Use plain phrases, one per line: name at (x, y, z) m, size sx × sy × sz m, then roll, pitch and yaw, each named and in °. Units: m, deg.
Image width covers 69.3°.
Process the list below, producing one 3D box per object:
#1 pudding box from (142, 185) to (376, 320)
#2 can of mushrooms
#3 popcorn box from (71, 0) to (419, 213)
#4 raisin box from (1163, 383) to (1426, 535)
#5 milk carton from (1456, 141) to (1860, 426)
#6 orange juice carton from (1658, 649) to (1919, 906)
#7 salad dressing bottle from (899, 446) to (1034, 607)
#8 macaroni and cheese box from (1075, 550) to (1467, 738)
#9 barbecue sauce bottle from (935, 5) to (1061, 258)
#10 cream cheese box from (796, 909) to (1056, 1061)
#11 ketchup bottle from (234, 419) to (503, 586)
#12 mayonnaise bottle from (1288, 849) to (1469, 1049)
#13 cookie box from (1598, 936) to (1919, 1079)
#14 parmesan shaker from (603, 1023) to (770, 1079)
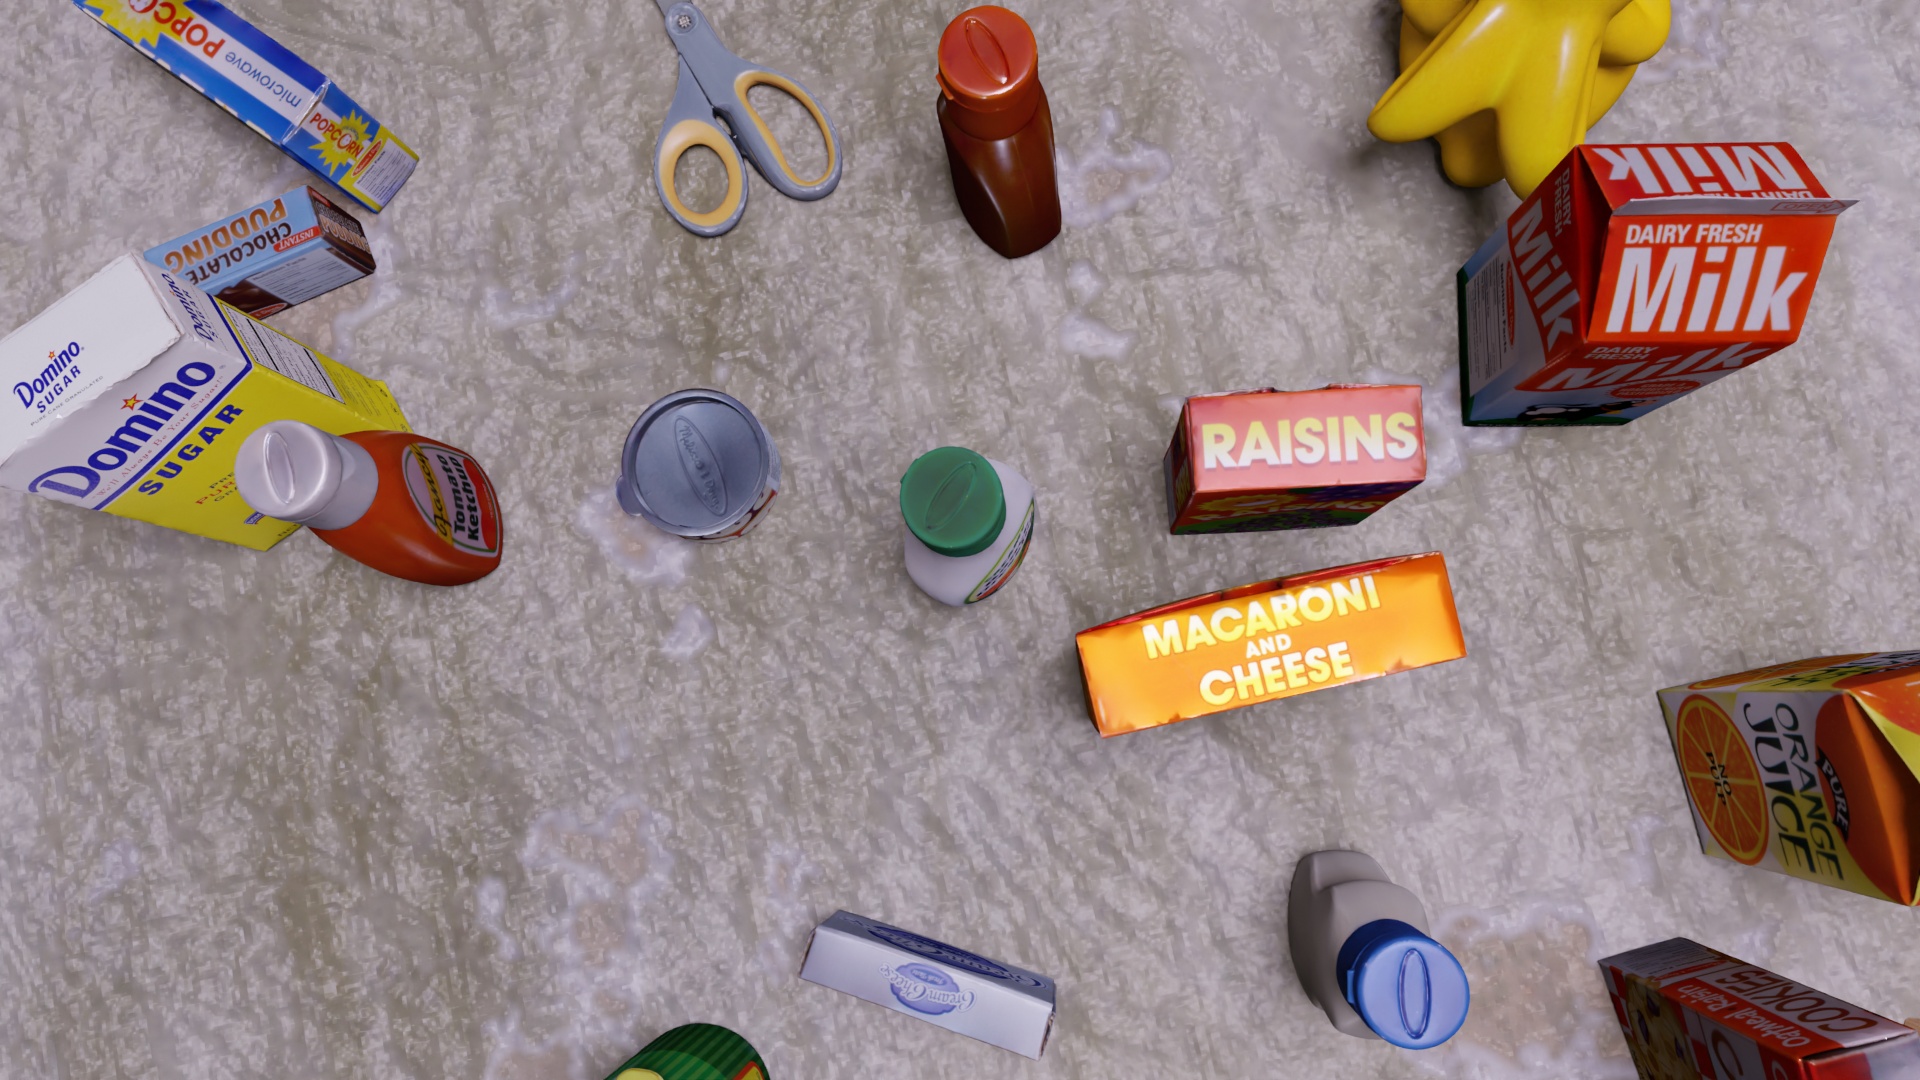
pudding box at (-0.324, -0.129, 0.645) m, size 0.084 × 0.049 × 0.030 m, roll -22°, pitch 82°, yaw 2°
can of mushrooms at (-0.117, -0.032, 0.624) m, size 0.071 × 0.033 × 0.071 m, roll -1°, pitch 83°, yaw 5°
popcorn box at (-0.324, -0.210, 0.637) m, size 0.127 × 0.085 × 0.038 m, roll 34°, pitch 87°, yaw 8°
raisin box at (0.129, -0.030, 0.558) m, size 0.086 × 0.123 × 0.040 m, roll -3°, pitch 83°, yaw 5°
milk carton at (0.249, -0.095, 0.522) m, size 0.072 × 0.190 × 0.073 m, roll 0°, pitch 84°, yaw 5°
orange juice carton at (0.330, 0.080, 0.493) m, size 0.072 × 0.192 × 0.073 m, roll -13°, pitch 83°, yaw 3°
salad dressing bottle at (0.002, -0.007, 0.553) m, size 0.044 × 0.147 × 0.064 m, roll 34°, pitch 87°, yaw 8°
macaroni and cheese box at (0.106, 0.041, 0.529) m, size 0.124 × 0.166 × 0.040 m, roll -13°, pitch 83°, yaw 3°
barbecue sauce bottle at (0.015, -0.167, 0.572) m, size 0.044 × 0.148 × 0.065 m, roll -28°, pitch 82°, yaw 1°
cream cheese box at (-0.012, 0.183, 0.578) m, size 0.104 × 0.053 × 0.024 m, roll 17°, pitch 85°, yaw 7°
ketchup bottle at (-0.240, -0.018, 0.574) m, size 0.043 × 0.148 × 0.065 m, roll -18°, pitch 82°, yaw 3°
mayonnaise bottle at (0.153, 0.155, 0.521) m, size 0.041 × 0.148 × 0.065 m, roll 0°, pitch 84°, yaw 5°
cookie box at (0.294, 0.219, 0.491) m, size 0.040 × 0.167 × 0.123 m, roll -17°, pitch 82°, yaw 3°
parmesan shaker at (-0.116, 0.235, 0.556) m, size 0.071 × 0.103 × 0.071 m, roll -1°, pitch 83°, yaw 5°
